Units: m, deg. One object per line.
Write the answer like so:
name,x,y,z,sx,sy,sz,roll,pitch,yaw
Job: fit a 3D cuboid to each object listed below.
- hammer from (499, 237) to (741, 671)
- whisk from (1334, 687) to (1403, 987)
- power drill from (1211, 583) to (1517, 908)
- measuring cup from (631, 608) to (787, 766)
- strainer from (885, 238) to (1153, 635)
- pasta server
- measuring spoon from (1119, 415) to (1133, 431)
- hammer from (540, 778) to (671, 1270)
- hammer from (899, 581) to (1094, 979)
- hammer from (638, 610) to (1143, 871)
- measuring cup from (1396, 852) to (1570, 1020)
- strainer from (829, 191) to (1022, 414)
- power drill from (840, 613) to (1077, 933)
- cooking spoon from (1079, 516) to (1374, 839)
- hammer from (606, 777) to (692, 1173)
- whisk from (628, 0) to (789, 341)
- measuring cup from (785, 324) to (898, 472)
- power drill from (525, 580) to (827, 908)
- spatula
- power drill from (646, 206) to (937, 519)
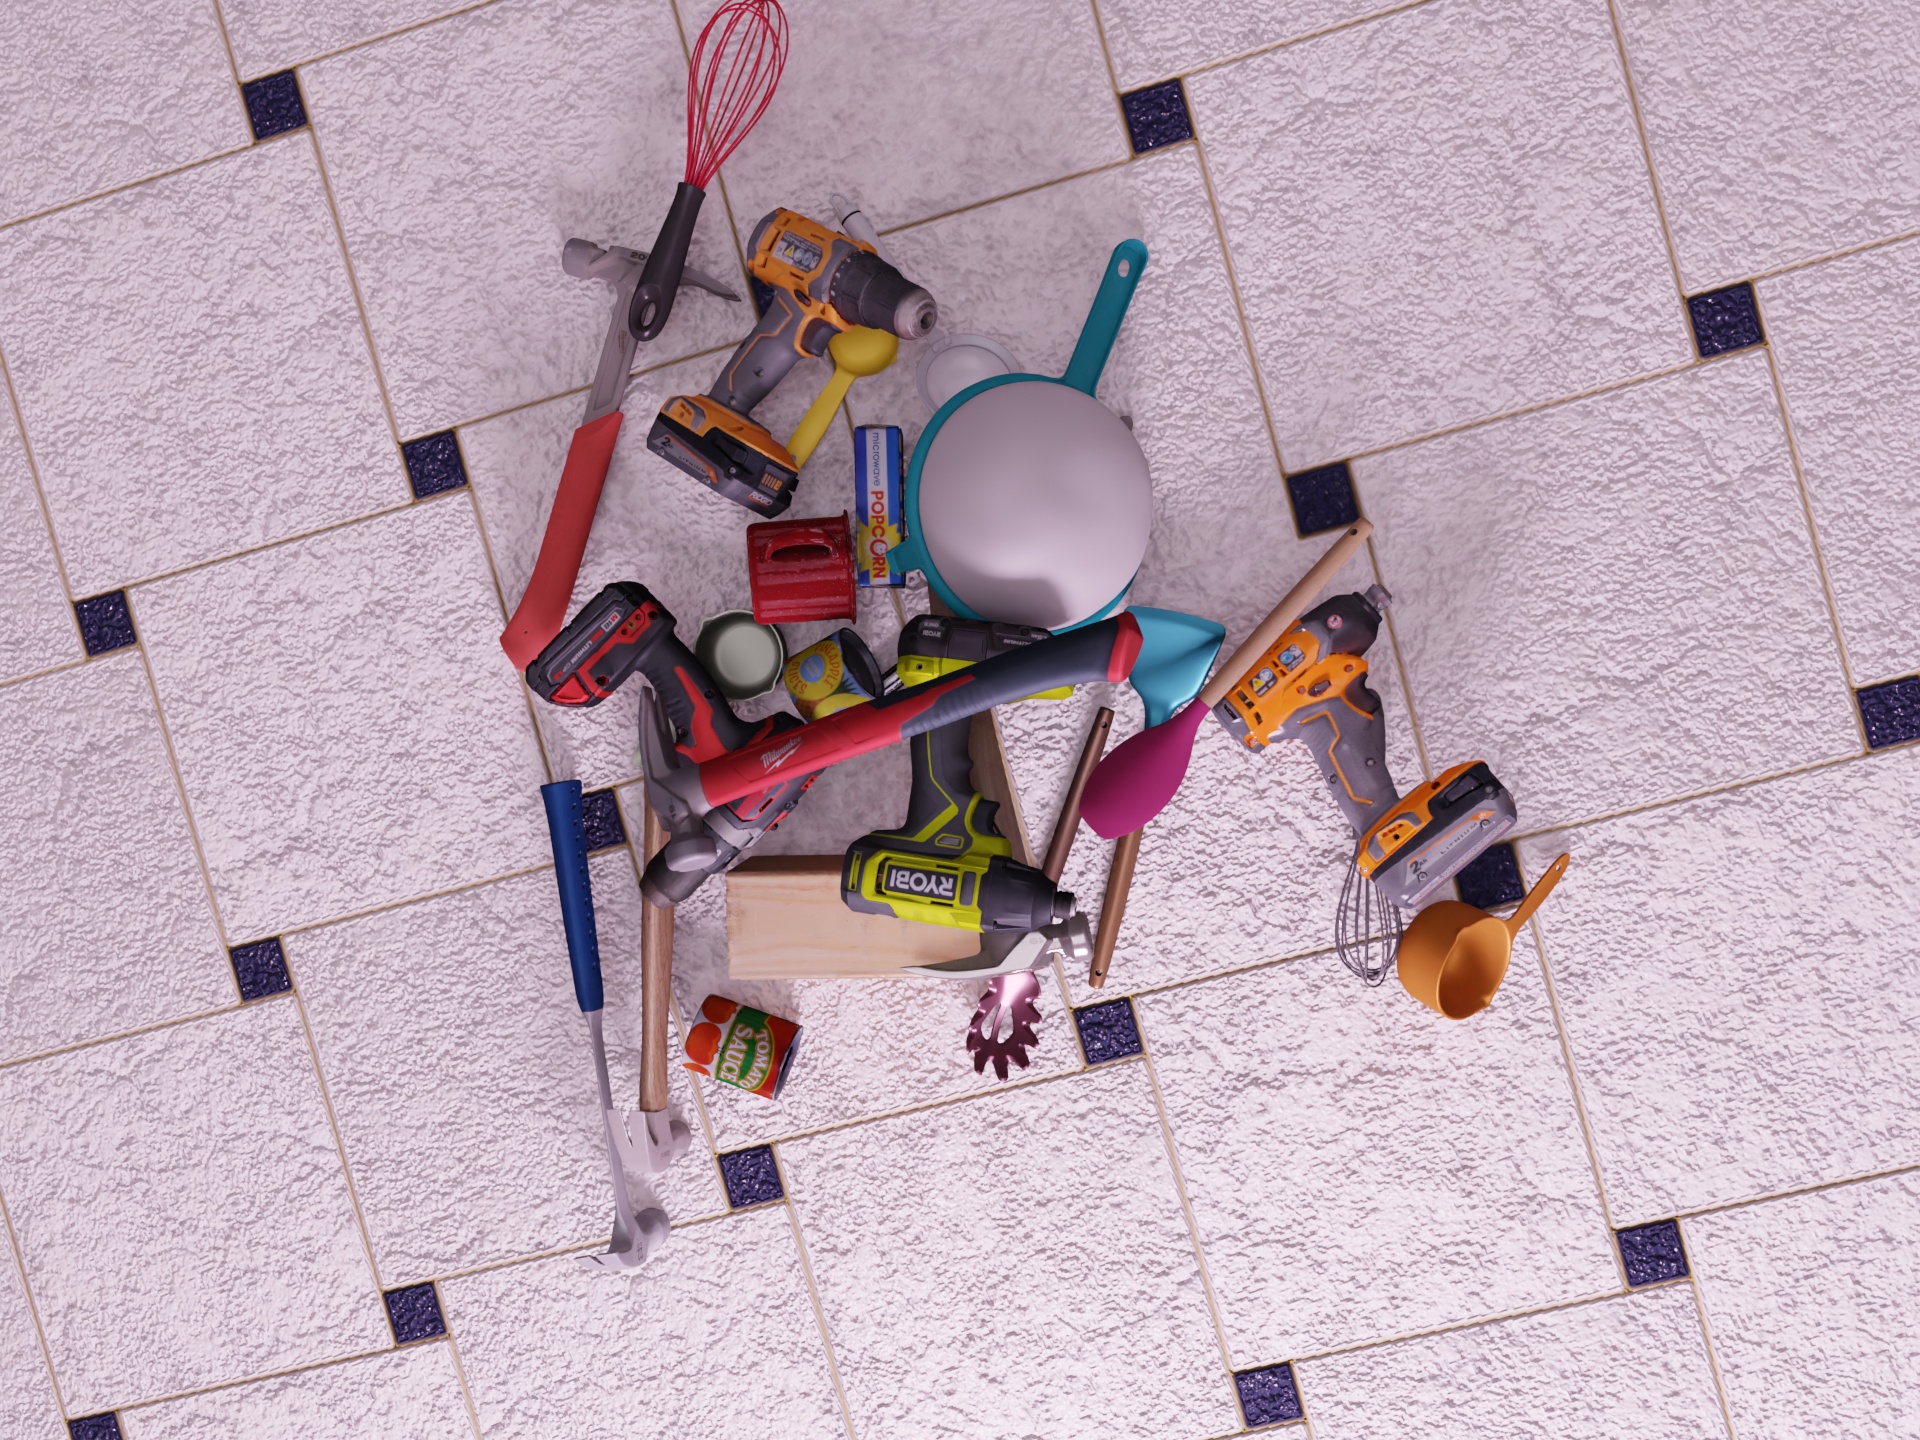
hammer,-0.302,-0.210,1.323,0.149,0.037,0.359,18,95,5
whisk,0.327,0.093,1.271,0.055,0.055,0.239,0,89,6
power drill,0.317,0.012,1.217,0.164,0.084,0.227,-44,66,13
measuring cup,-0.212,-0.023,1.325,0.083,0.038,0.167,45,99,2
strainer,0.094,-0.225,1.215,0.210,0.095,0.340,25,81,-21
pasta server,0.072,0.140,1.304,0.060,0.040,0.316,18,94,-10
measuring spoon,0.098,-0.198,1.293,0.034,0.018,0.124,40,90,-2
hammer,-0.304,0.251,1.318,0.035,0.144,0.405,-10,86,6
hammer,-0.002,-0.004,1.248,0.146,0.038,0.411,-11,76,5
hammer,-0.057,-0.015,1.146,0.386,0.038,0.143,-20,74,17
measuring cup,0.414,0.158,1.262,0.173,0.052,0.095,-43,127,-18
strainer,-0.031,-0.324,1.285,0.087,0.050,0.258,-32,83,-16
power drill,0.014,0.043,1.179,0.171,0.080,0.223,7,82,12
cooking spoon,0.206,-0.034,1.234,0.319,0.017,0.069,-48,57,9
hammer,-0.253,0.206,1.317,0.031,0.130,0.331,0,85,8
whisk,-0.207,-0.444,1.272,0.073,0.073,0.296,20,91,5
measuring cup,-0.106,-0.269,1.299,0.062,0.029,0.156,32,94,3
power drill,-0.240,0.020,1.269,0.226,0.080,0.188,44,91,-2
spatula,0.141,0.067,1.288,0.082,0.044,0.317,13,96,9
power drill,-0.129,-0.275,1.250,0.185,0.084,0.226,33,96,32
